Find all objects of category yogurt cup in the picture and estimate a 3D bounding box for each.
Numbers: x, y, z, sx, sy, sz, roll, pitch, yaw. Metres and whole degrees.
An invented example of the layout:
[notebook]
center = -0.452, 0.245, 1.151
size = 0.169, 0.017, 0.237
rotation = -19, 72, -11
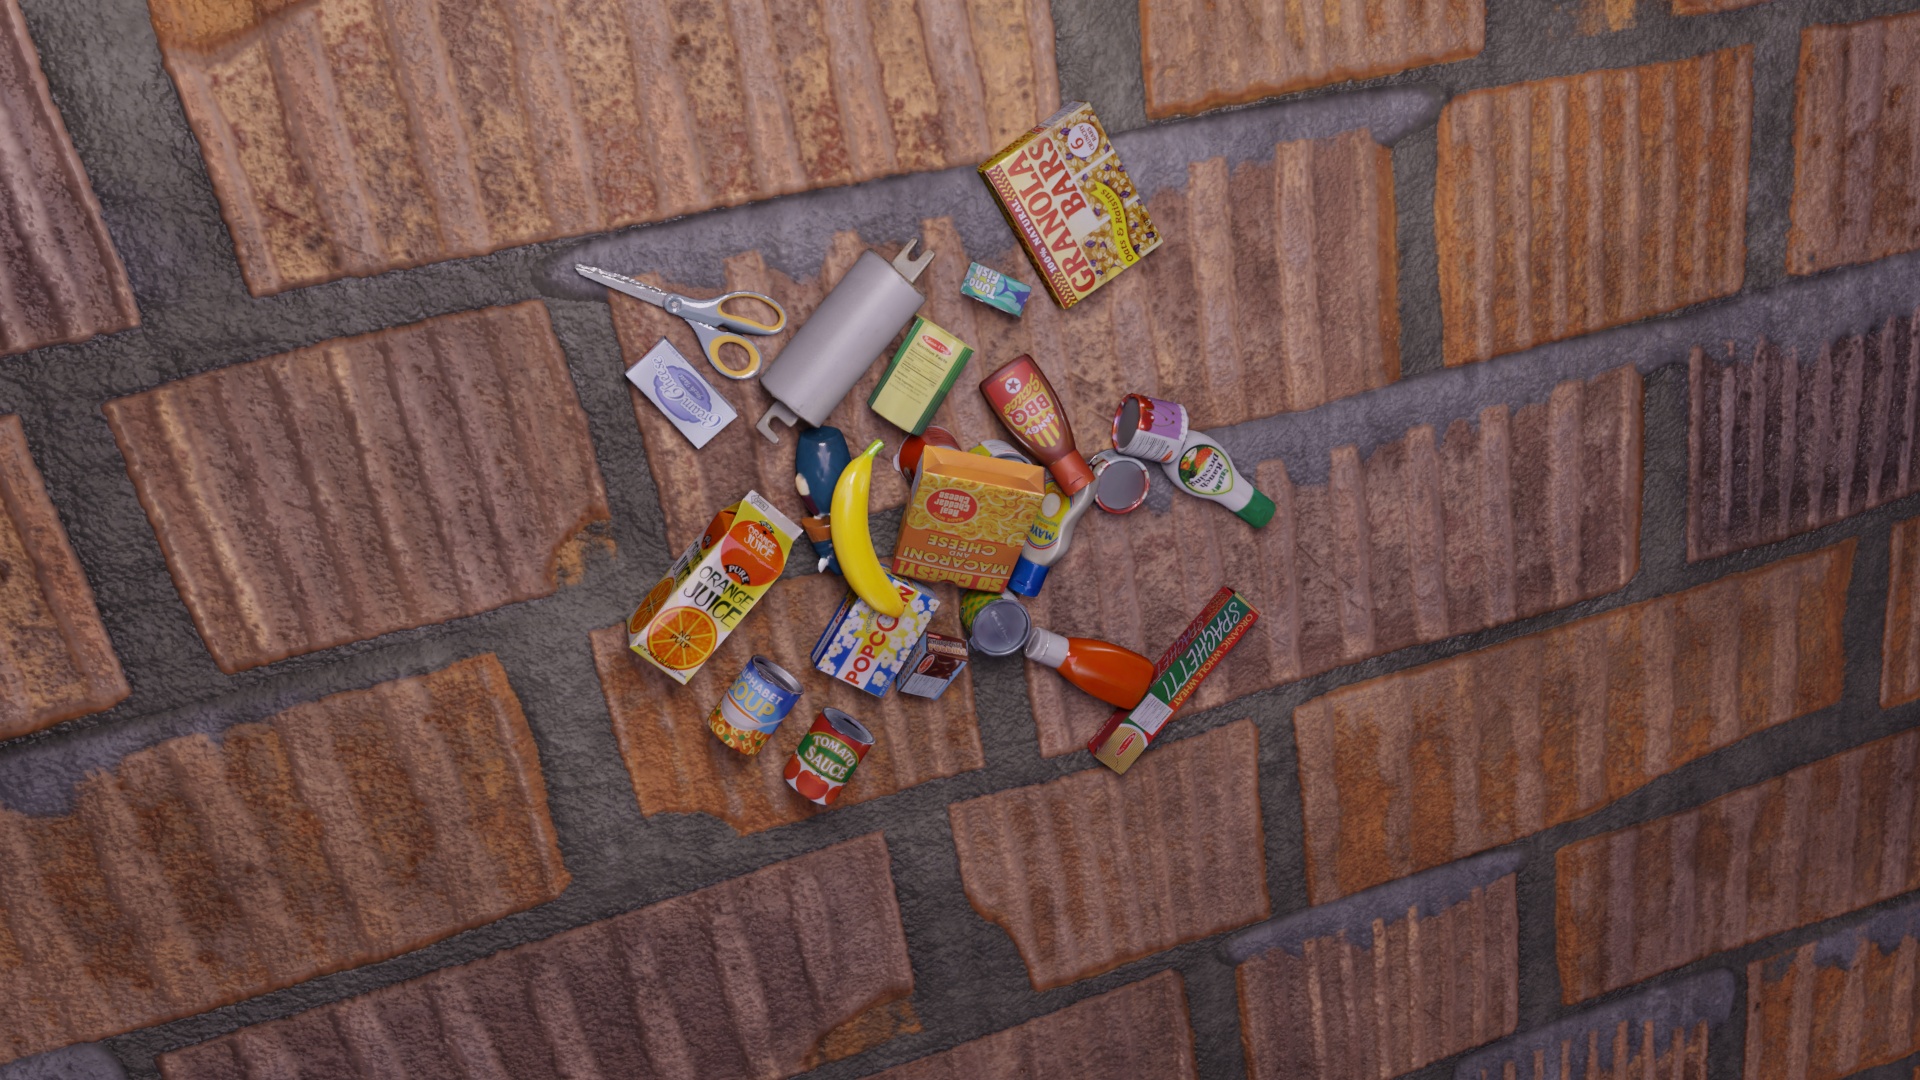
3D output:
[yogurt cup]
center = -0.026, -0.079, 1.426
size = 0.072, 0.054, 0.072
rotation = -6, 110, -16

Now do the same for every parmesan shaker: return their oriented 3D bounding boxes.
[parmesan shaker]
center = -0.043, -0.165, 1.387
size = 0.071, 0.071, 0.103
rotation = 29, 99, -23

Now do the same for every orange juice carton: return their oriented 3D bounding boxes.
[orange juice carton]
center = -0.245, 0.042, 1.391
size = 0.071, 0.073, 0.192
rotation = 40, 93, -24

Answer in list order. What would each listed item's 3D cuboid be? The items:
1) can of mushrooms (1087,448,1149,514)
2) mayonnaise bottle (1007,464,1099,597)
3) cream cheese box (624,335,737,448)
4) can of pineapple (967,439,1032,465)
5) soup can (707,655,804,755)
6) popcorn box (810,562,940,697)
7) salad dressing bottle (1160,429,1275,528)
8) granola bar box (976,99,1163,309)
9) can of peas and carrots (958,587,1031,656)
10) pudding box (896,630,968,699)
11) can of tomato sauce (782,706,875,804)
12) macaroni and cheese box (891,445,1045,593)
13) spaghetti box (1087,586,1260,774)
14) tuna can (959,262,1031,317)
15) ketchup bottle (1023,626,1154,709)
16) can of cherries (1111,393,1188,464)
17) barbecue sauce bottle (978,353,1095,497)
[can of mushrooms]
center = 0.168, -0.062, 1.502
size = 0.071, 0.033, 0.070
rotation = -6, 110, -16
[mayonnaise bottle]
center = 0.094, -0.013, 1.483
size = 0.065, 0.041, 0.147
rotation = 27, 104, 22
[cream cheese box]
center = -0.270, -0.143, 1.347
size = 0.053, 0.024, 0.103
rotation = -42, 114, 2
[can of pineapple]
center = 0.039, -0.066, 1.448
size = 0.071, 0.058, 0.070
rotation = -5, 110, -15
[soup can]
center = -0.215, 0.172, 1.446
size = 0.071, 0.071, 0.083
rotation = 34, 96, -24
[popcorn box]
center = -0.091, 0.094, 1.474
size = 0.085, 0.038, 0.126
rotation = 28, 98, -23
[salad dressing bottle]
center = 0.285, -0.066, 1.530
size = 0.147, 0.044, 0.064
rotation = 33, 98, -24
[granola bar box]
center = 0.111, -0.334, 1.388
size = 0.124, 0.039, 0.165
rotation = -35, 114, -3
[can of peas and carrots]
center = 0.035, 0.085, 1.498
size = 0.071, 0.059, 0.070
rotation = -5, 110, -14
[pudding box]
center = -0.030, 0.135, 1.489
size = 0.050, 0.030, 0.083
rotation = 15, 137, -20
[can of tomato sauce]
center = -0.142, 0.231, 1.488
size = 0.071, 0.071, 0.083
rotation = 30, 98, -23
[macaroni and cheese box]
center = 0.005, -0.018, 1.407
size = 0.124, 0.040, 0.165
rotation = 10, 139, -8
[spaghetti box]
center = 0.246, 0.161, 1.604
size = 0.050, 0.029, 0.250
rotation = 38, 94, -24
[tuna can]
center = 0.034, -0.249, 1.378
size = 0.071, 0.071, 0.032
rotation = 19, 101, -22
[ketchup bottle]
center = 0.142, 0.138, 1.556
size = 0.149, 0.043, 0.064
rotation = 23, 100, -22
[can of cherries]
center = 0.200, -0.121, 1.476
size = 0.058, 0.071, 0.071
rotation = 11, 105, -19
[barbecue sauce bottle]
center = 0.083, -0.115, 1.423
size = 0.065, 0.044, 0.148
rotation = -34, 91, 4
